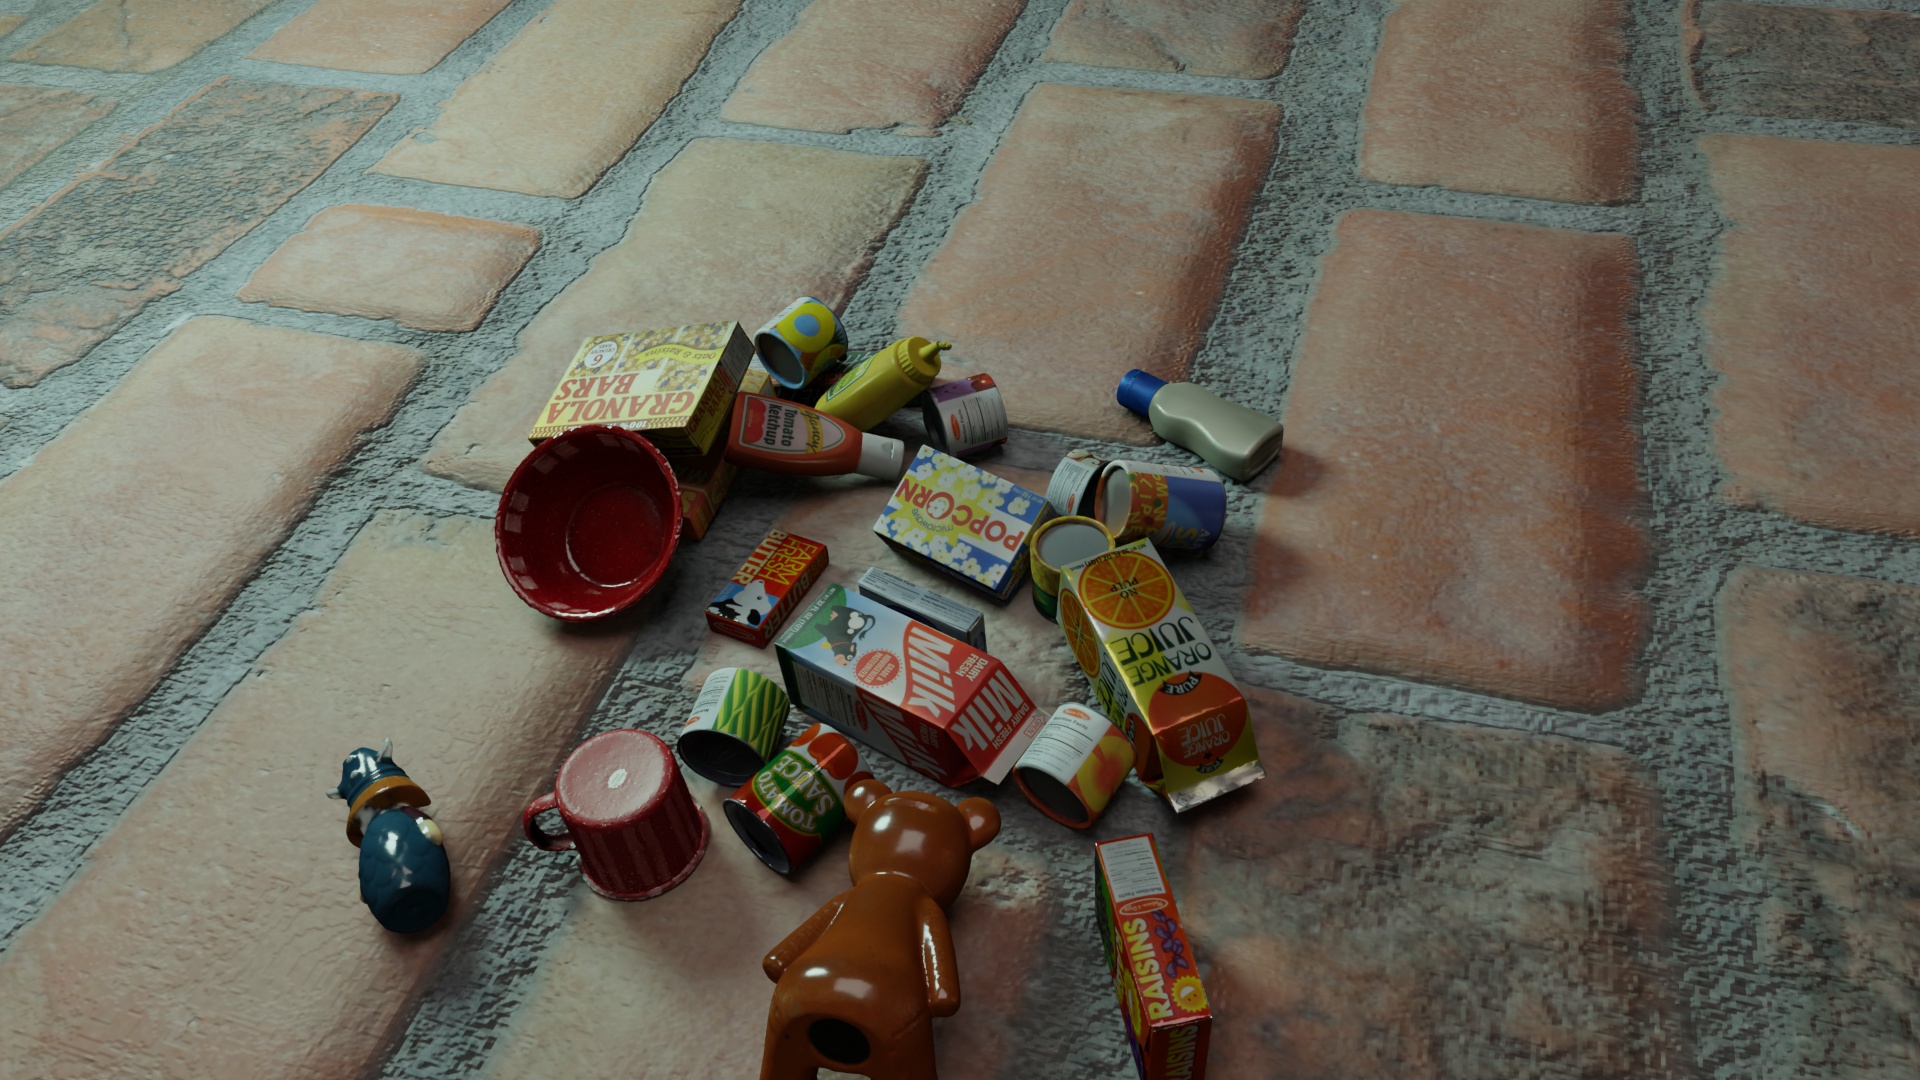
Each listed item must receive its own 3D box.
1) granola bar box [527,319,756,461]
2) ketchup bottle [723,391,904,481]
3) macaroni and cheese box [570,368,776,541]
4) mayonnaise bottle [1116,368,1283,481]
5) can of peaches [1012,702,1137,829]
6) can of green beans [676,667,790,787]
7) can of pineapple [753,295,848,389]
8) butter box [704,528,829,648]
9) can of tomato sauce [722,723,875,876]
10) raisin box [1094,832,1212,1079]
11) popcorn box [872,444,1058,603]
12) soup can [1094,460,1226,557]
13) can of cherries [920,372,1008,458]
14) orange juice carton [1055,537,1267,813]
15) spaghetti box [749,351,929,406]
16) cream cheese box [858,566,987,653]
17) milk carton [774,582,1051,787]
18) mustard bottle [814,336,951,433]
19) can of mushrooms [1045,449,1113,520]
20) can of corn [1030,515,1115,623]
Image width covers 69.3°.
[{"bbox_3d":[-0.269,-0.124,1.180,0.165,0.039,0.125,-2,51,26],"label":"granola bar box"},{"bbox_3d":[-0.124,-0.082,1.187,0.149,0.043,0.065,11,62,-14],"label":"ketchup bottle"},{"bbox_3d":[-0.251,-0.086,1.219,0.124,0.040,0.167,13,57,15],"label":"macaroni and cheese box"},{"bbox_3d":[0.204,-0.105,1.208,0.148,0.041,0.065,32,55,33],"label":"mayonnaise bottle"},{"bbox_3d":[0.079,0.155,0.944,0.071,0.071,0.058,25,57,27],"label":"can of peaches"},{"bbox_3d":[-0.161,0.133,0.991,0.071,0.071,0.058,6,46,12],"label":"can of green beans"},{"bbox_3d":[-0.143,-0.177,1.257,0.071,0.070,0.058,27,56,29],"label":"can of pineapple"},{"bbox_3d":[-0.154,0.036,1.116,0.053,0.024,0.104,17,49,23],"label":"butter box"},{"bbox_3d":[-0.108,0.174,0.942,0.071,0.070,0.083,30,55,31],"label":"can of tomato sauce"},{"bbox_3d":[0.112,0.251,0.830,0.040,0.085,0.124,-9,45,-5],"label":"raisin box"},{"bbox_3d":[0.004,-0.014,1.118,0.127,0.038,0.085,25,79,28],"label":"popcorn box"},{"bbox_3d":[0.157,-0.025,1.097,0.084,0.071,0.072,5,41,-21],"label":"soup can"},{"bbox_3d":[0.003,-0.109,1.215,0.058,0.071,0.072,-19,46,-12],"label":"can of cherries"},{"bbox_3d":[0.139,0.098,0.979,0.072,0.072,0.193,-18,55,-13],"label":"orange juice carton"},{"bbox_3d":[-0.151,-0.151,1.298,0.250,0.028,0.050,1,46,7],"label":"spaghetti box"},{"bbox_3d":[-0.029,0.062,1.057,0.104,0.053,0.024,22,50,25],"label":"cream cheese box"},{"bbox_3d":[-0.034,0.110,0.995,0.191,0.073,0.073,24,52,26],"label":"milk carton"},{"bbox_3d":[-0.062,-0.139,1.202,0.159,0.048,0.066,-29,23,41],"label":"mustard bottle"},{"bbox_3d":[0.100,-0.039,1.136,0.033,0.070,0.071,23,52,27],"label":"can of mushrooms"},{"bbox_3d":[0.086,0.021,1.081,0.071,0.058,0.071,-3,45,3],"label":"can of corn"}]
